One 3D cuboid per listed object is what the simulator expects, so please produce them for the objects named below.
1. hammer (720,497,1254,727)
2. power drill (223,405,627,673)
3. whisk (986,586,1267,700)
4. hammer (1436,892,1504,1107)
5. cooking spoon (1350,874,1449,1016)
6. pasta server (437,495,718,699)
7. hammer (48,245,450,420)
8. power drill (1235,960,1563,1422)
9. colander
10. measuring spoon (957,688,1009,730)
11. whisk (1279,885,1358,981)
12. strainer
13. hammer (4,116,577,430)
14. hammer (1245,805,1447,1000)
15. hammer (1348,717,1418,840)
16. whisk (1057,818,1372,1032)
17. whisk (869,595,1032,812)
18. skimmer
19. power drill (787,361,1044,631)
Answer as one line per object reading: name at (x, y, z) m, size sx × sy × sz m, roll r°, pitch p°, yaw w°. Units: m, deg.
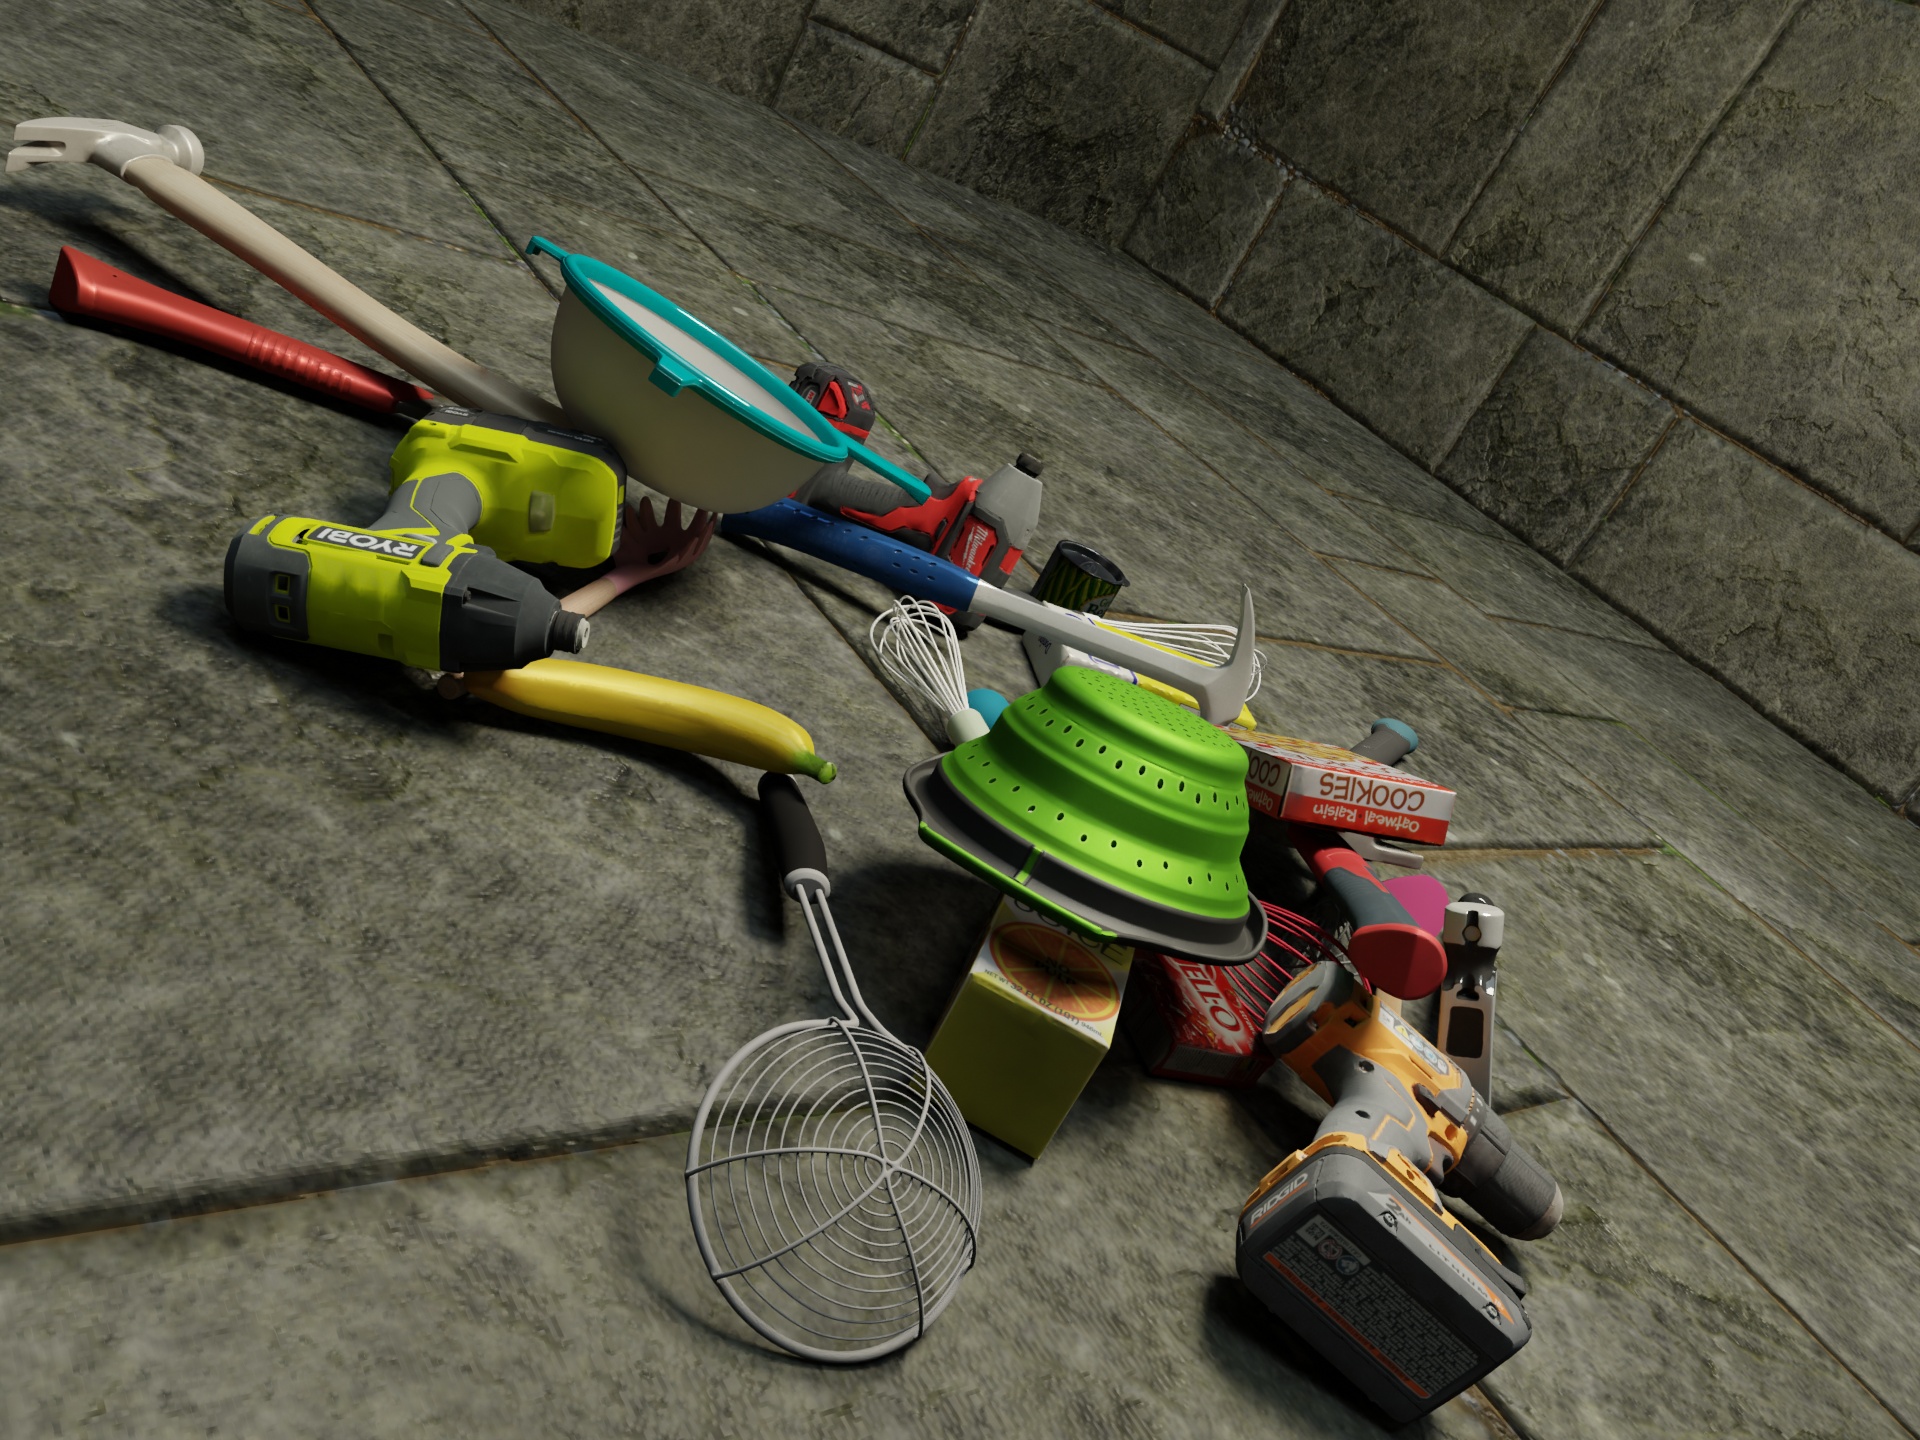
hammer at (0.022, -0.094, 1.168) m, size 0.405 × 0.144 × 0.035 m, roll 21°, pitch 11°, yaw 1°
power drill at (-0.265, -0.095, 0.864) m, size 0.171 × 0.080 × 0.223 m, roll 11°, pitch 27°, yaw -2°
whisk at (0.133, -0.071, 1.326) m, size 0.284 × 0.070 × 0.070 m, roll 13°, pitch 28°, yaw -23°
hammer at (0.331, 0.167, 1.032) m, size 0.035 × 0.146 × 0.334 m, roll 4°, pitch 5°, yaw 18°
cooking spoon at (0.273, 0.174, 1.014) m, size 0.017 × 0.069 × 0.319 m, roll 70°, pitch 24°, yaw -17°
pasta server at (-0.225, -0.079, 0.956) m, size 0.060 × 0.040 × 0.316 m, roll 12°, pitch 23°, yaw 10°
hammer at (-0.400, -0.227, 1.052) m, size 0.358 × 0.036 × 0.149 m, roll 19°, pitch 26°, yaw -24°
power drill at (0.225, 0.234, 0.781) m, size 0.185 × 0.084 × 0.226 m, roll 42°, pitch 24°, yaw -1°
colander at (0.111, 0.031, 0.894) m, size 0.204 × 0.094 × 0.397 m, roll 29°, pitch 12°, yaw 19°
measuring spoon at (0.049, -0.009, 1.145) m, size 0.128 × 0.021 × 0.042 m, roll 0°, pitch 37°, yaw -49°
whisk at (0.254, 0.131, 1.075) m, size 0.055 × 0.055 × 0.239 m, roll 34°, pitch 20°, yaw 10°
strainer at (-0.146, -0.182, 1.063) m, size 0.340 × 0.095 × 0.211 m, roll 23°, pitch 19°, yaw -52°
hammer at (-0.417, -0.277, 1.042) m, size 0.410 × 0.038 × 0.146 m, roll 33°, pitch 25°, yaw 6°
hammer at (0.252, 0.101, 0.969) m, size 0.143 × 0.038 × 0.386 m, roll 11°, pitch 8°, yaw 2°
hammer at (0.333, 0.042, 1.351) m, size 0.128 × 0.033 × 0.331 m, roll 37°, pitch 25°, yaw 18°
whisk at (0.137, 0.108, 0.979) m, size 0.296 × 0.073 × 0.073 m, roll 37°, pitch 24°, yaw 31°
whisk at (-0.002, -0.003, 1.059) m, size 0.059 × 0.057 × 0.247 m, roll -17°, pitch 45°, yaw -13°
skimmer at (-0.075, 0.128, 0.729) m, size 0.127 × 0.090 × 0.364 m, roll 25°, pitch 14°, yaw -22°
power drill at (-0.044, -0.182, 1.233) m, size 0.220 × 0.143 × 0.078 m, roll 34°, pitch 13°, yaw 14°
